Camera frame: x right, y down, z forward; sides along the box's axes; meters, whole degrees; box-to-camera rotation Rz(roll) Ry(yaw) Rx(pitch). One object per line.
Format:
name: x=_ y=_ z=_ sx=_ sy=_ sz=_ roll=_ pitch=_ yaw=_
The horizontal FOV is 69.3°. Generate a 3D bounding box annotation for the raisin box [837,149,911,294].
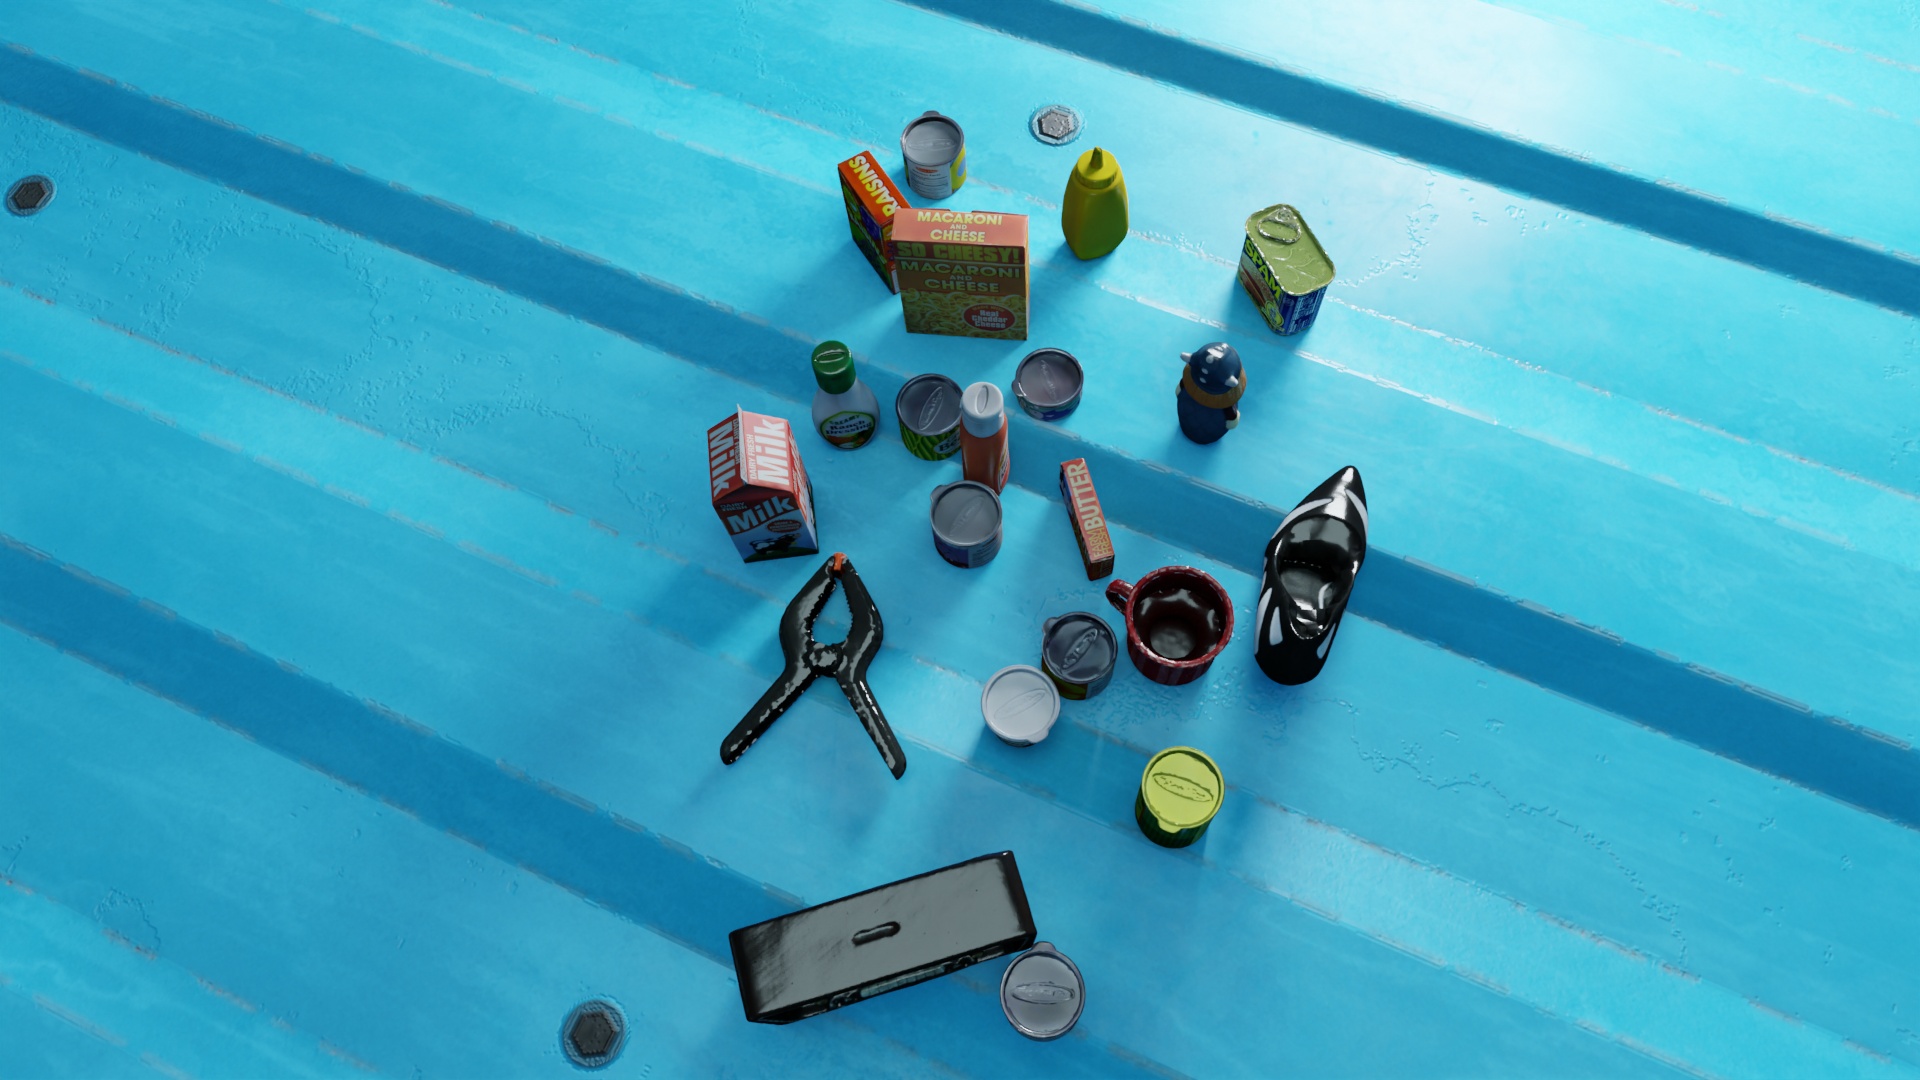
raisin box: x=-0.079 y=-0.313 z=1.374 sx=0.040 sy=0.123 sz=0.086 roll=-30 pitch=69 yaw=-9

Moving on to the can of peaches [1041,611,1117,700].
can of peaches: x=0.103 y=0.101 z=1.227 sx=0.071 sy=0.058 sz=0.071 roll=-1 pitch=68 yaw=3

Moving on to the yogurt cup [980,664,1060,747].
yogurt cup: x=0.052 y=0.148 z=1.212 sx=0.072 sy=0.053 sz=0.072 roll=-1 pitch=68 yaw=3

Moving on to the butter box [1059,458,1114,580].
butter box: x=0.116 y=-0.019 z=1.279 sx=0.024 sy=0.053 sz=0.104 roll=-14 pitch=68 yaw=-3

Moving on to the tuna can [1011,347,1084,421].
tuna can: x=0.084 y=-0.150 z=1.346 sx=0.071 sy=0.032 sz=0.071 roll=-1 pitch=67 yaw=3

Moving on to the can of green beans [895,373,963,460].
can of green beans: x=-0.027 y=-0.117 z=1.325 sx=0.071 sy=0.057 sz=0.071 roll=-1 pitch=68 yaw=3

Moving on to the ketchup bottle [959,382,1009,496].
ketchup bottle: x=0.021 y=-0.093 z=1.263 sx=0.043 sy=0.148 sz=0.065 roll=7 pitch=68 yaw=6

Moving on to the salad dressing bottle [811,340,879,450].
salad dressing bottle: x=-0.111 y=-0.134 z=1.288 sx=0.064 sy=0.147 sz=0.044 roll=-10 pitch=68 yaw=-1

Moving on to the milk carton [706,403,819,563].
milk carton: x=-0.177 y=-0.048 z=1.232 sx=0.073 sy=0.190 sz=0.072 roll=-8 pitch=68 yaw=0

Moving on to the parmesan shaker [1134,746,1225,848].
parmesan shaker: x=0.178 y=0.217 z=1.151 sx=0.071 sy=0.102 sz=0.071 roll=-1 pitch=68 yaw=3

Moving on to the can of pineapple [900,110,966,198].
can of pineapple: x=-0.027 y=-0.400 z=1.443 sx=0.071 sy=0.057 sz=0.071 roll=-1 pitch=68 yaw=3

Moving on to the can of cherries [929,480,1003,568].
can of cherries: x=0.005 y=-0.016 z=1.281 sx=0.071 sy=0.058 sz=0.072 roll=-1 pitch=68 yaw=3

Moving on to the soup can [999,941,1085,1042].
soup can: x=0.066 y=0.361 z=1.107 sx=0.071 sy=0.083 sz=0.071 roll=-1 pitch=68 yaw=3

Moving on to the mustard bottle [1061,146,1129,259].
mustard bottle: x=0.132 y=-0.337 z=1.353 sx=0.065 sy=0.159 sz=0.049 roll=-23 pitch=69 yaw=-6

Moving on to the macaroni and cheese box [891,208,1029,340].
macaroni and cheese box: x=0.003 y=-0.252 z=1.321 sx=0.124 sy=0.166 sz=0.040 roll=4 pitch=68 yaw=5
